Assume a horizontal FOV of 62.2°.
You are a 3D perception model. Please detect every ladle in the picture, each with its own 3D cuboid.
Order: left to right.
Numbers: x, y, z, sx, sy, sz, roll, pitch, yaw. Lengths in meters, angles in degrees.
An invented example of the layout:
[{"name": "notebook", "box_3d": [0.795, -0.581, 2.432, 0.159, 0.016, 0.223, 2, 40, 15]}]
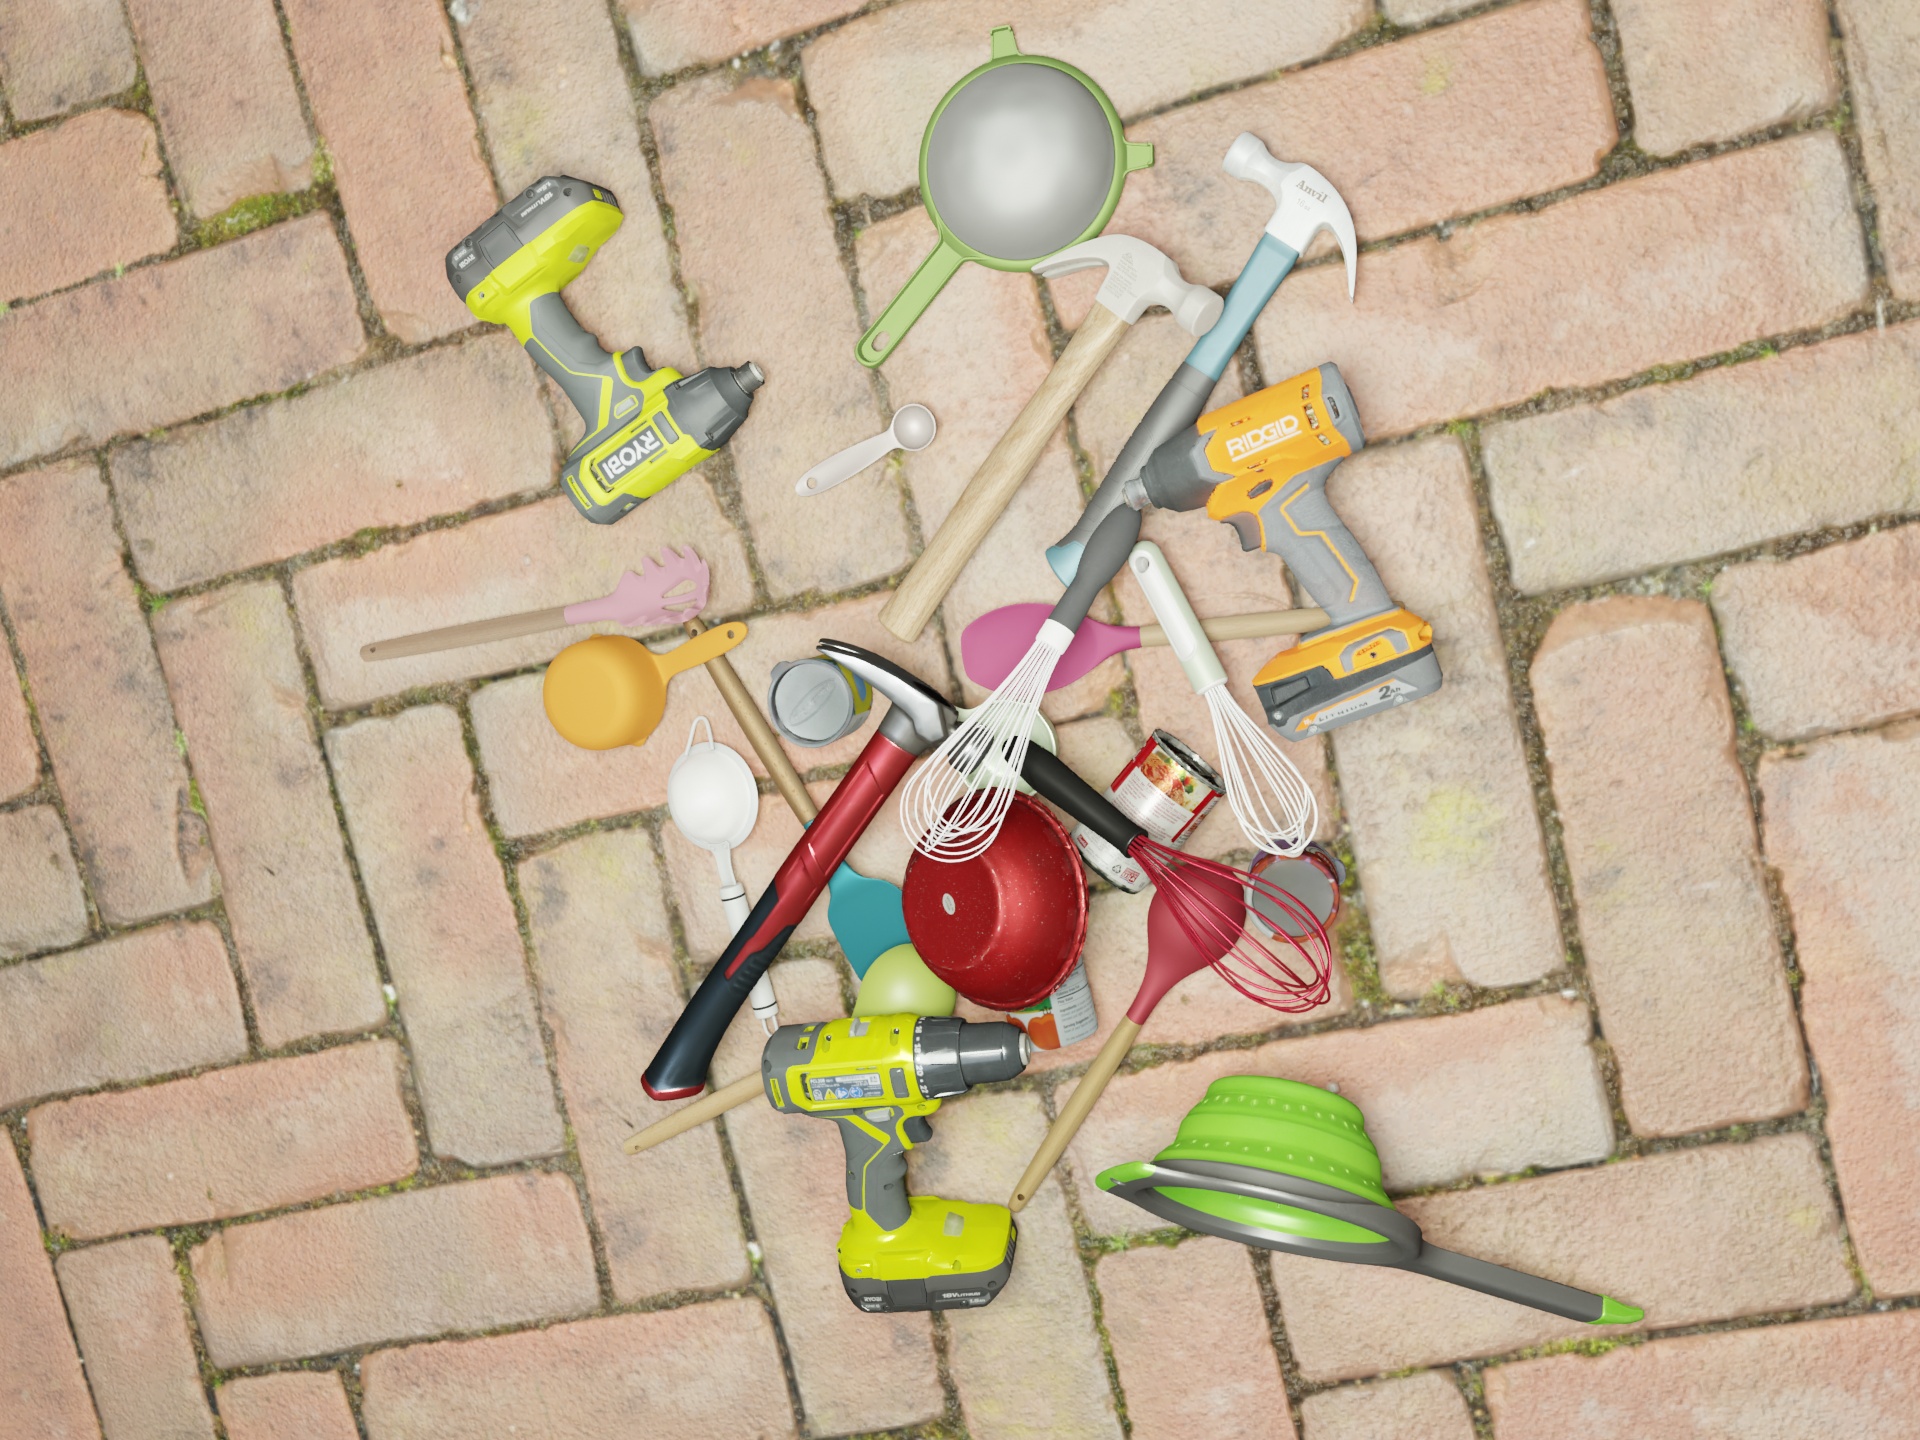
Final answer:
[{"name": "ladle", "box_3d": [-0.140, 0.266, 1.242, 0.320, 0.062, 0.078, -30, 116, 21]}, {"name": "ladle", "box_3d": [0.116, 0.243, 1.188, 0.069, 0.031, 0.315, 31, 104, 7]}]

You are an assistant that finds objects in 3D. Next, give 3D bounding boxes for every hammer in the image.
[{"name": "hammer", "box_3d": [-0.140, 0.124, 1.174, 0.143, 0.038, 0.386, 34, 105, -7]}, {"name": "hammer", "box_3d": [0.041, -0.196, 1.138, 0.130, 0.031, 0.331, 44, 109, 24]}, {"name": "hammer", "box_3d": [0.160, -0.234, 1.119, 0.128, 0.033, 0.331, 34, 102, 8]}]

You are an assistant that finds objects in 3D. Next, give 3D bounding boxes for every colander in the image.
[{"name": "colander", "box_3d": [0.299, 0.333, 1.123, 0.397, 0.204, 0.095, 18, 65, -6]}]

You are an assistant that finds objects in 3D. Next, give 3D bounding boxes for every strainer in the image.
[{"name": "strainer", "box_3d": [-0.179, 0.125, 1.232, 0.087, 0.050, 0.258, -12, 97, 29]}, {"name": "strainer", "box_3d": [0.004, -0.355, 1.120, 0.151, 0.069, 0.256, 42, 101, 5]}]

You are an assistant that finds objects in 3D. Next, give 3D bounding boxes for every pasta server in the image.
[{"name": "pasta server", "box_3d": [-0.335, -0.080, 1.242, 0.316, 0.040, 0.060, -9, 72, 15]}]

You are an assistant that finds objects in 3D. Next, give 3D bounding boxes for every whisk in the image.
[{"name": "whisk", "box_3d": [0.048, -0.031, 1.092, 0.070, 0.070, 0.284, 30, 82, 7]}, {"name": "whisk", "box_3d": [0.133, 0.094, 1.068, 0.296, 0.073, 0.073, 38, 104, 32]}, {"name": "whisk", "box_3d": [0.178, -0.017, 1.108, 0.058, 0.059, 0.246, -34, 78, 37]}]

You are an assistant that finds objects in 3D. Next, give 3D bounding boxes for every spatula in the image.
[{"name": "spatula", "box_3d": [-0.125, 0.055, 1.221, 0.082, 0.044, 0.317, -33, 84, 15]}]

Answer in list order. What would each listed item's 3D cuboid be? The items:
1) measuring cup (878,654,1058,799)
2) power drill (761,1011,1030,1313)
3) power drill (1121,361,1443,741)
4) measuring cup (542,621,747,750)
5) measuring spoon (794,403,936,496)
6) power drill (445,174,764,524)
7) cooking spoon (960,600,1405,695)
[{"name": "measuring cup", "box_3d": [-0.002, -0.004, 1.179, 0.167, 0.038, 0.083, 33, 102, 9]}, {"name": "power drill", "box_3d": [-0.029, 0.317, 1.170, 0.190, 0.080, 0.228, -7, 111, 12]}, {"name": "power drill", "box_3d": [0.217, -0.106, 1.075, 0.164, 0.084, 0.226, -21, 94, 16]}, {"name": "measuring cup", "box_3d": [-0.242, -0.035, 1.208, 0.173, 0.052, 0.095, -23, 90, 23]}, {"name": "measuring spoon", "box_3d": [-0.070, -0.198, 1.186, 0.124, 0.018, 0.034, -24, 91, 21]}, {"name": "power drill", "box_3d": [-0.263, -0.282, 1.186, 0.171, 0.080, 0.223, -32, 93, 15]}, {"name": "cooking spoon", "box_3d": [0.156, -0.063, 1.147, 0.319, 0.017, 0.068, -5, 100, 13]}]
